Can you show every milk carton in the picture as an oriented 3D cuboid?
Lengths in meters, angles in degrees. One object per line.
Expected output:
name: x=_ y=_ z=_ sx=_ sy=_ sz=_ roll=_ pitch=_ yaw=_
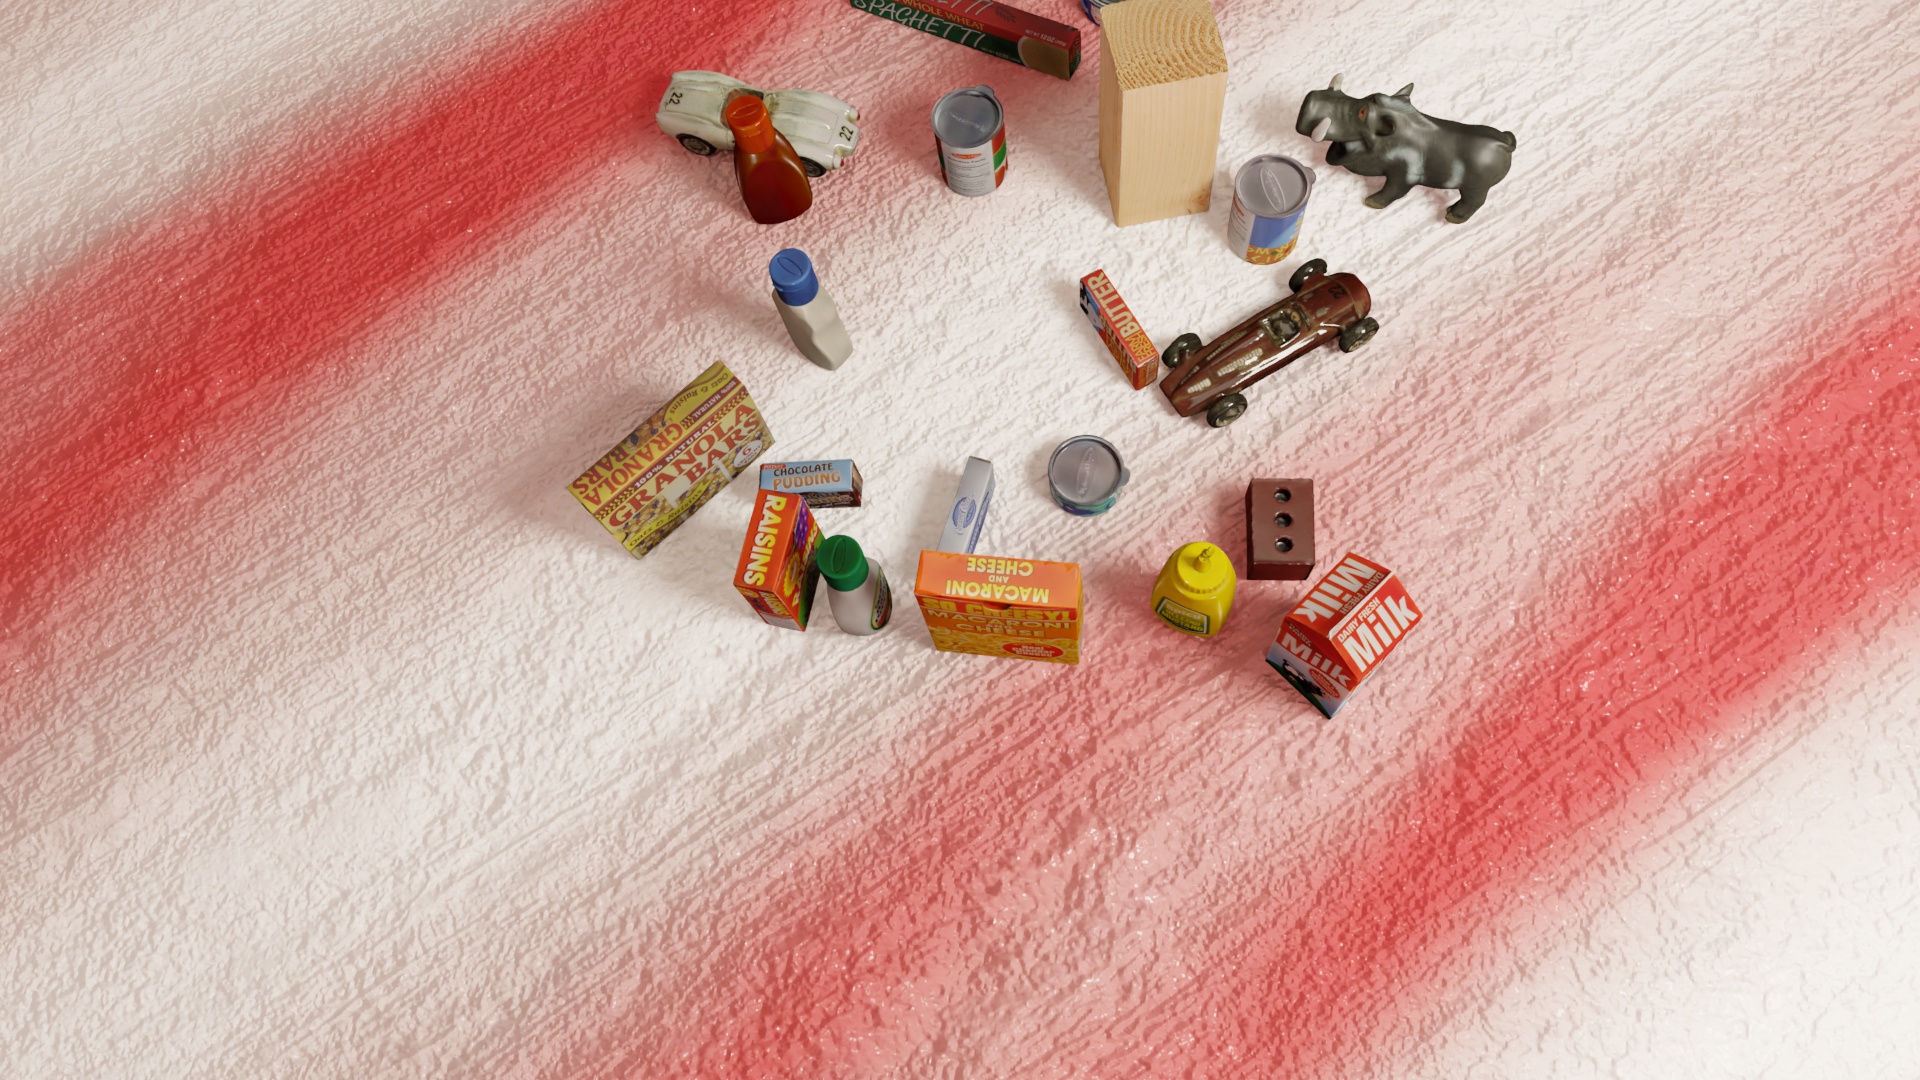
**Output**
milk carton: x=0.292 y=0.071 z=1.062 sx=0.072 sy=0.190 sz=0.073 roll=-43 pitch=73 yaw=-9

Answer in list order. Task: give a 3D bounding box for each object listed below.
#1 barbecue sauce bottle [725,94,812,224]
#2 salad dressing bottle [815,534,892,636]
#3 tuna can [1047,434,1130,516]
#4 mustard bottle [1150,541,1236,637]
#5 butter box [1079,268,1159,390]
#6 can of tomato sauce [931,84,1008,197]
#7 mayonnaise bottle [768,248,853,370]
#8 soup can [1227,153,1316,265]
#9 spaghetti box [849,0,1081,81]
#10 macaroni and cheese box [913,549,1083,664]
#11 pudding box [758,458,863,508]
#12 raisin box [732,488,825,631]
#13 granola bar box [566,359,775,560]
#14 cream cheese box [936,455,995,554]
barbecue sauce bottle: x=-0.180 y=-0.349 z=1.276 sx=0.065 sy=0.148 sz=0.044 roll=-19 pitch=70 yaw=-1
salad dressing bottle: x=-0.087 y=0.036 z=1.133 sx=0.044 sy=0.147 sz=0.064 roll=7 pitch=72 yaw=8
tuna can: x=0.112 y=-0.055 z=1.207 sx=0.071 sy=0.032 sz=0.071 roll=-2 pitch=71 yaw=5
mustard bottle: x=0.186 y=0.034 z=1.101 sx=0.065 sy=0.159 sz=0.049 roll=23 pitch=75 yaw=13
butter box: x=0.142 y=-0.188 z=1.240 sx=0.024 sy=0.053 sz=0.104 roll=-29 pitch=71 yaw=-4
can of tomato sauce: x=0.011 y=-0.374 z=1.302 sx=0.071 sy=0.083 sz=0.071 roll=-2 pitch=71 yaw=5
mayonnaise bottle: x=-0.135 y=-0.204 z=1.221 sx=0.065 sy=0.147 sz=0.041 roll=38 pitch=79 yaw=16
soup can: x=0.279 y=-0.297 z=1.249 sx=0.071 sy=0.083 sz=0.071 roll=-2 pitch=71 yaw=5
spaghetti box: x=0.000 y=-0.517 z=1.371 sx=0.250 sy=0.050 sz=0.029 roll=23 pitch=75 yaw=13
macaroni and cheese box: x=0.035 y=0.056 z=1.104 sx=0.124 sy=0.166 sz=0.040 roll=5 pitch=72 yaw=7
pudding box: x=-0.131 y=-0.049 z=1.219 sx=0.084 sy=0.049 sz=0.030 roll=-2 pitch=71 yaw=5
raisin box: x=-0.148 y=0.019 z=1.157 sx=0.040 sy=0.123 sz=0.086 roll=11 pitch=72 yaw=9
granola bar box: x=-0.243 y=-0.066 z=1.196 sx=0.166 sy=0.124 sz=0.039 roll=-42 pitch=73 yaw=-9
cream cheese box: x=0.004 y=-0.015 z=1.192 sx=0.024 sy=0.053 sz=0.104 roll=15 pitch=73 yaw=11
